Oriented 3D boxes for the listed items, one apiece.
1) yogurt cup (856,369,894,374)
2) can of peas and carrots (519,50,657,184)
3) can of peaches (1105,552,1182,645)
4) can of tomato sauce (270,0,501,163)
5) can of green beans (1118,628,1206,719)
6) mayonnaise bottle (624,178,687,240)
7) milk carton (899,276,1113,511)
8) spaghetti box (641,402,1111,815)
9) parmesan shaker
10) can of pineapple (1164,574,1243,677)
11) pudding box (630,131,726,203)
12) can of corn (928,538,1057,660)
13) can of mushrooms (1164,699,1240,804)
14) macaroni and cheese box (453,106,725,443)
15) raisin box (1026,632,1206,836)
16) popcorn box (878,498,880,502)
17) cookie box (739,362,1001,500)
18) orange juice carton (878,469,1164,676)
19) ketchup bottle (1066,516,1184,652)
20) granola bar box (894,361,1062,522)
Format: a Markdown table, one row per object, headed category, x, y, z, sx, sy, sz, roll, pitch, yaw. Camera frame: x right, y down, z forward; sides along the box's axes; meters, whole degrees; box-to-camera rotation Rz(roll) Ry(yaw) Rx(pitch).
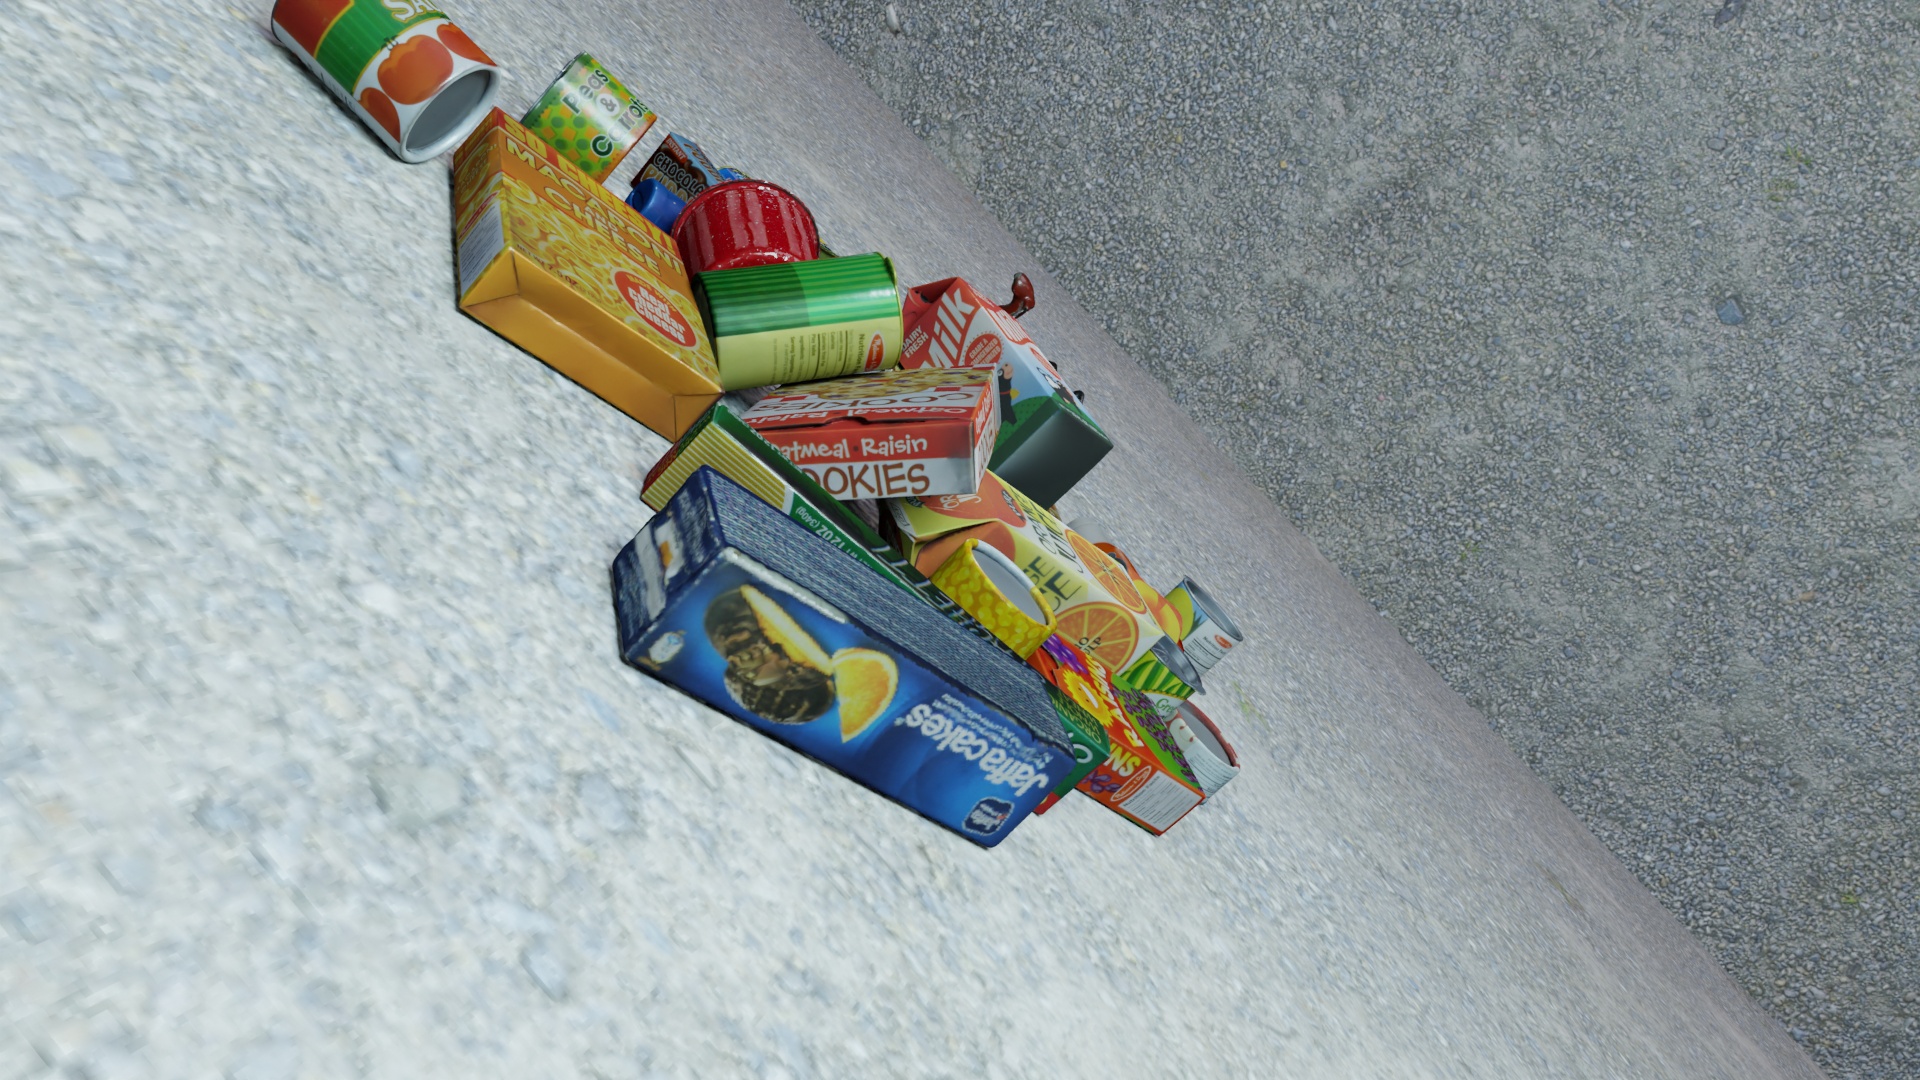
| category | x | y | z | sx | sy | sz | roll | pitch | yaw |
| --- | --- | --- | --- | --- | --- | --- | --- | --- | --- |
| yogurt cup | -0.074 | -0.112 | 0.896 | 0.072 | 0.072 | 0.054 | 46 | 7 | 2 |
| can of peas and carrots | -0.227 | -0.255 | 0.848 | 0.058 | 0.071 | 0.071 | 40 | 15 | -20 |
| can of peaches | 0.106 | 0.052 | 0.927 | 0.058 | 0.071 | 0.071 | 41 | 15 | -21 |
| can of tomato sauce | -0.275 | -0.237 | 0.672 | 0.083 | 0.071 | 0.071 | 45 | 15 | -5 |
| can of green beans | 0.107 | 0.085 | 0.865 | 0.071 | 0.057 | 0.071 | 42 | 15 | -14 |
| mayonnaise bottle | -0.151 | -0.177 | 0.899 | 0.148 | 0.041 | 0.065 | 33 | 19 | -40 |
| milk carton | 0.018 | -0.113 | 0.962 | 0.072 | 0.073 | 0.191 | 28 | 23 | -48 |
| spaghetti box | -0.032 | 0.037 | 0.638 | 0.250 | 0.050 | 0.029 | 41 | 17 | -17 |
| parmesan shaker | -0.090 | -0.122 | 0.761 | 0.103 | 0.071 | 0.071 | -10 | 43 | -20 |
| can of pineapple | 0.177 | 0.071 | 1.088 | 0.071 | 0.057 | 0.071 | 42 | 15 | -14 |
| pudding box | -0.181 | -0.232 | 0.946 | 0.084 | 0.049 | 0.030 | 51 | 17 | 21 |
| can of corn | 0.008 | 0.043 | 0.712 | 0.071 | 0.058 | 0.071 | 41 | 15 | -14 |
| can of mushrooms | 0.146 | 0.132 | 0.894 | 0.071 | 0.033 | 0.071 | 41 | 16 | -14 |
| macaroni and cheese box | -0.189 | -0.134 | 0.690 | 0.123 | 0.040 | 0.167 | 35 | 19 | -38 |
| raisin box | 0.071 | 0.101 | 0.766 | 0.123 | 0.040 | 0.086 | 34 | 19 | -33 |
| popcorn box | 0.003 | -0.011 | 0.879 | 0.126 | 0.038 | 0.085 | 36 | 18 | -32 |
| cookie box | -0.046 | -0.059 | 0.727 | 0.168 | 0.123 | 0.040 | -71 | 157 | -73 |
| orange juice carton | 0.022 | 0.016 | 0.793 | 0.192 | 0.073 | 0.072 | 34 | 19 | -36 |
| ketchup bottle | 0.115 | 0.037 | 1.042 | 0.064 | 0.043 | 0.149 | 36 | 17 | -35 |
| granola bar box | 0.001 | -0.056 | 0.990 | 0.165 | 0.039 | 0.125 | 39 | 16 | -24 |
